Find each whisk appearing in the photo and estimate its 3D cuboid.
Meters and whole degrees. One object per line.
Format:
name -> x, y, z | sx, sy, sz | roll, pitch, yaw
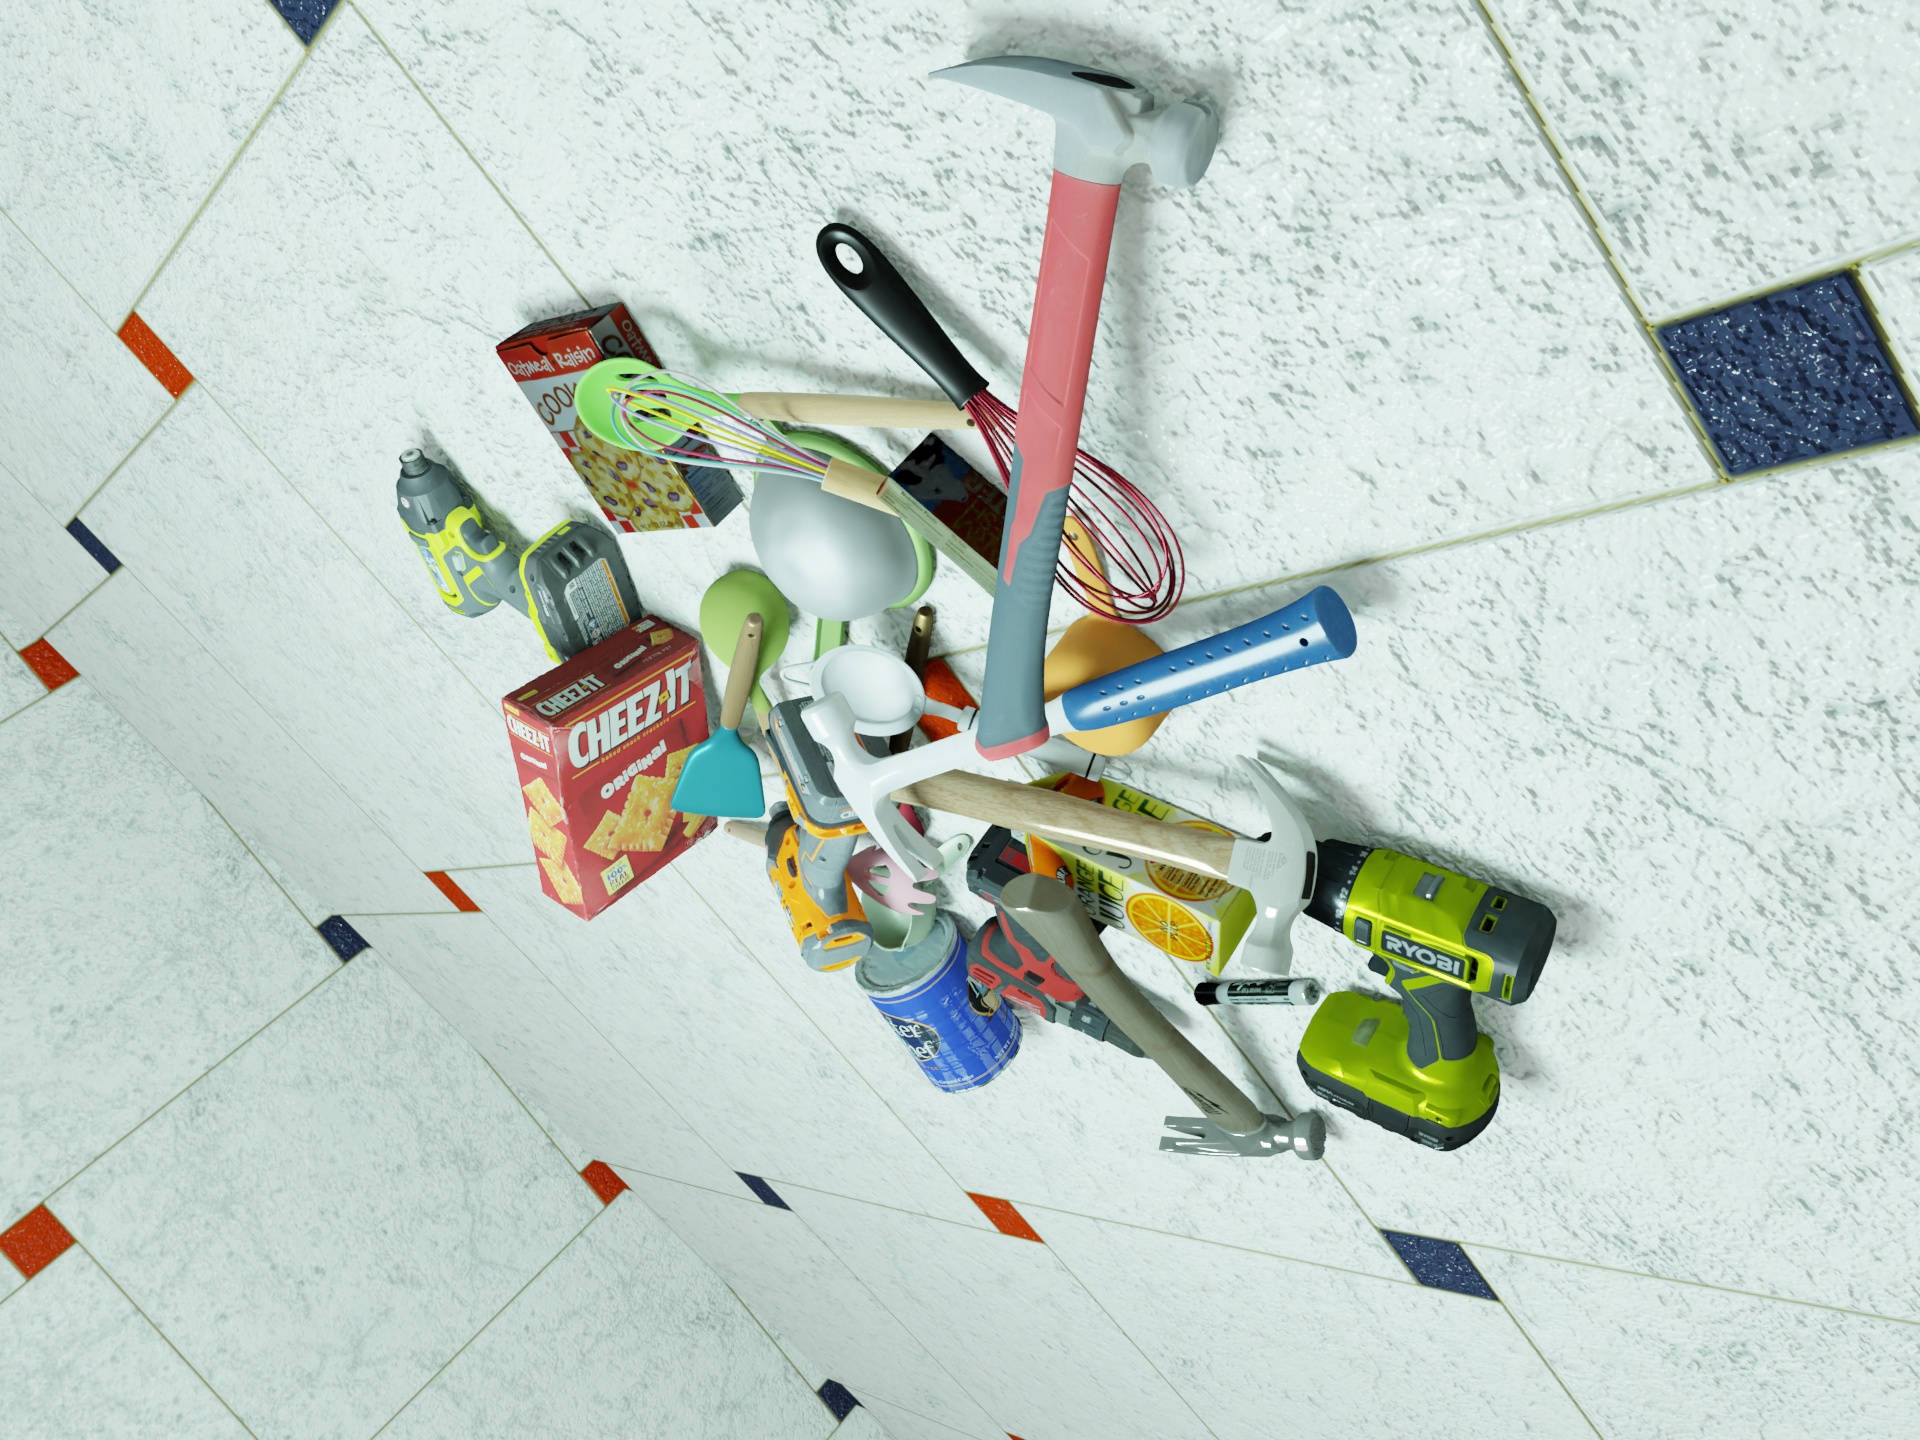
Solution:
whisk -> -0.105, -0.162, 0.998 | 0.245, 0.051, 0.047 | 19, 151, -9
whisk -> -0.223, 0.045, 1.462 | 0.057, 0.059, 0.246 | 8, 151, -20
whisk -> 0.021, -0.170, 0.910 | 0.296, 0.073, 0.073 | 48, 148, -2

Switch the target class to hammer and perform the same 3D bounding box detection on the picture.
hammer -> 0.138, 0.239, 1.222 | 0.146, 0.038, 0.410 | -9, 139, 34
hammer -> 0.031, -0.145, 0.848 | 0.143, 0.038, 0.386 | 25, 129, 23
hammer -> 0.065, 0.002, 0.996 | 0.405, 0.035, 0.144 | -19, 103, 42
hammer -> 0.084, 0.067, 1.079 | 0.331, 0.130, 0.031 | 13, 179, 34

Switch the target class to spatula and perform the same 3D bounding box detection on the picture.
spatula -> -0.179, 0.001, 1.258 | 0.082, 0.044, 0.317 | 6, 155, -11

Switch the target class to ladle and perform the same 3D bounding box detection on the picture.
ladle -> -0.045, 0.012, 1.247 | 0.069, 0.031, 0.315 | 32, 147, 13
ladle -> -0.153, -0.006, 1.332 | 0.078, 0.062, 0.319 | 23, 152, 22

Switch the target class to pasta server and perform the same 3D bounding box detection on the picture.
pasta server -> -0.129, 0.122, 1.448 | 0.040, 0.060, 0.316 | 5, -177, -37

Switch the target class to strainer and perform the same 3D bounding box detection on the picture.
strainer -> -0.002, -0.004, 1.142 | 0.258, 0.050, 0.086 | 21, 135, 7
strainer -> -0.104, -0.089, 1.133 | 0.151, 0.069, 0.256 | 31, 146, 13

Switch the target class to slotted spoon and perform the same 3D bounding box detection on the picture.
slotted spoon -> -0.116, -0.199, 1.014 | 0.314, 0.031, 0.070 | 8, 134, 28

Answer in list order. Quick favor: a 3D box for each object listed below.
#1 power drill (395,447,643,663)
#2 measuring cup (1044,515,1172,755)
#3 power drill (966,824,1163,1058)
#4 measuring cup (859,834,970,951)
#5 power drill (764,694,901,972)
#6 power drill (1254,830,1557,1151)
power drill -> -0.391, -0.139, 1.371 | 0.223, 0.080, 0.171 | 25, 146, 28
measuring cup -> 0.080, -0.048, 1.008 | 0.095, 0.052, 0.173 | 14, 143, 35
power drill -> 0.090, 0.182, 1.276 | 0.188, 0.080, 0.226 | 27, 150, 20
measuring cup -> -0.028, 0.141, 1.382 | 0.167, 0.038, 0.083 | -43, 62, 40
power drill -> -0.117, 0.080, 1.300 | 0.226, 0.084, 0.164 | 103, 147, -46
power drill -> 0.283, 0.173, 1.058 | 0.191, 0.080, 0.228 | 20, 141, 29
